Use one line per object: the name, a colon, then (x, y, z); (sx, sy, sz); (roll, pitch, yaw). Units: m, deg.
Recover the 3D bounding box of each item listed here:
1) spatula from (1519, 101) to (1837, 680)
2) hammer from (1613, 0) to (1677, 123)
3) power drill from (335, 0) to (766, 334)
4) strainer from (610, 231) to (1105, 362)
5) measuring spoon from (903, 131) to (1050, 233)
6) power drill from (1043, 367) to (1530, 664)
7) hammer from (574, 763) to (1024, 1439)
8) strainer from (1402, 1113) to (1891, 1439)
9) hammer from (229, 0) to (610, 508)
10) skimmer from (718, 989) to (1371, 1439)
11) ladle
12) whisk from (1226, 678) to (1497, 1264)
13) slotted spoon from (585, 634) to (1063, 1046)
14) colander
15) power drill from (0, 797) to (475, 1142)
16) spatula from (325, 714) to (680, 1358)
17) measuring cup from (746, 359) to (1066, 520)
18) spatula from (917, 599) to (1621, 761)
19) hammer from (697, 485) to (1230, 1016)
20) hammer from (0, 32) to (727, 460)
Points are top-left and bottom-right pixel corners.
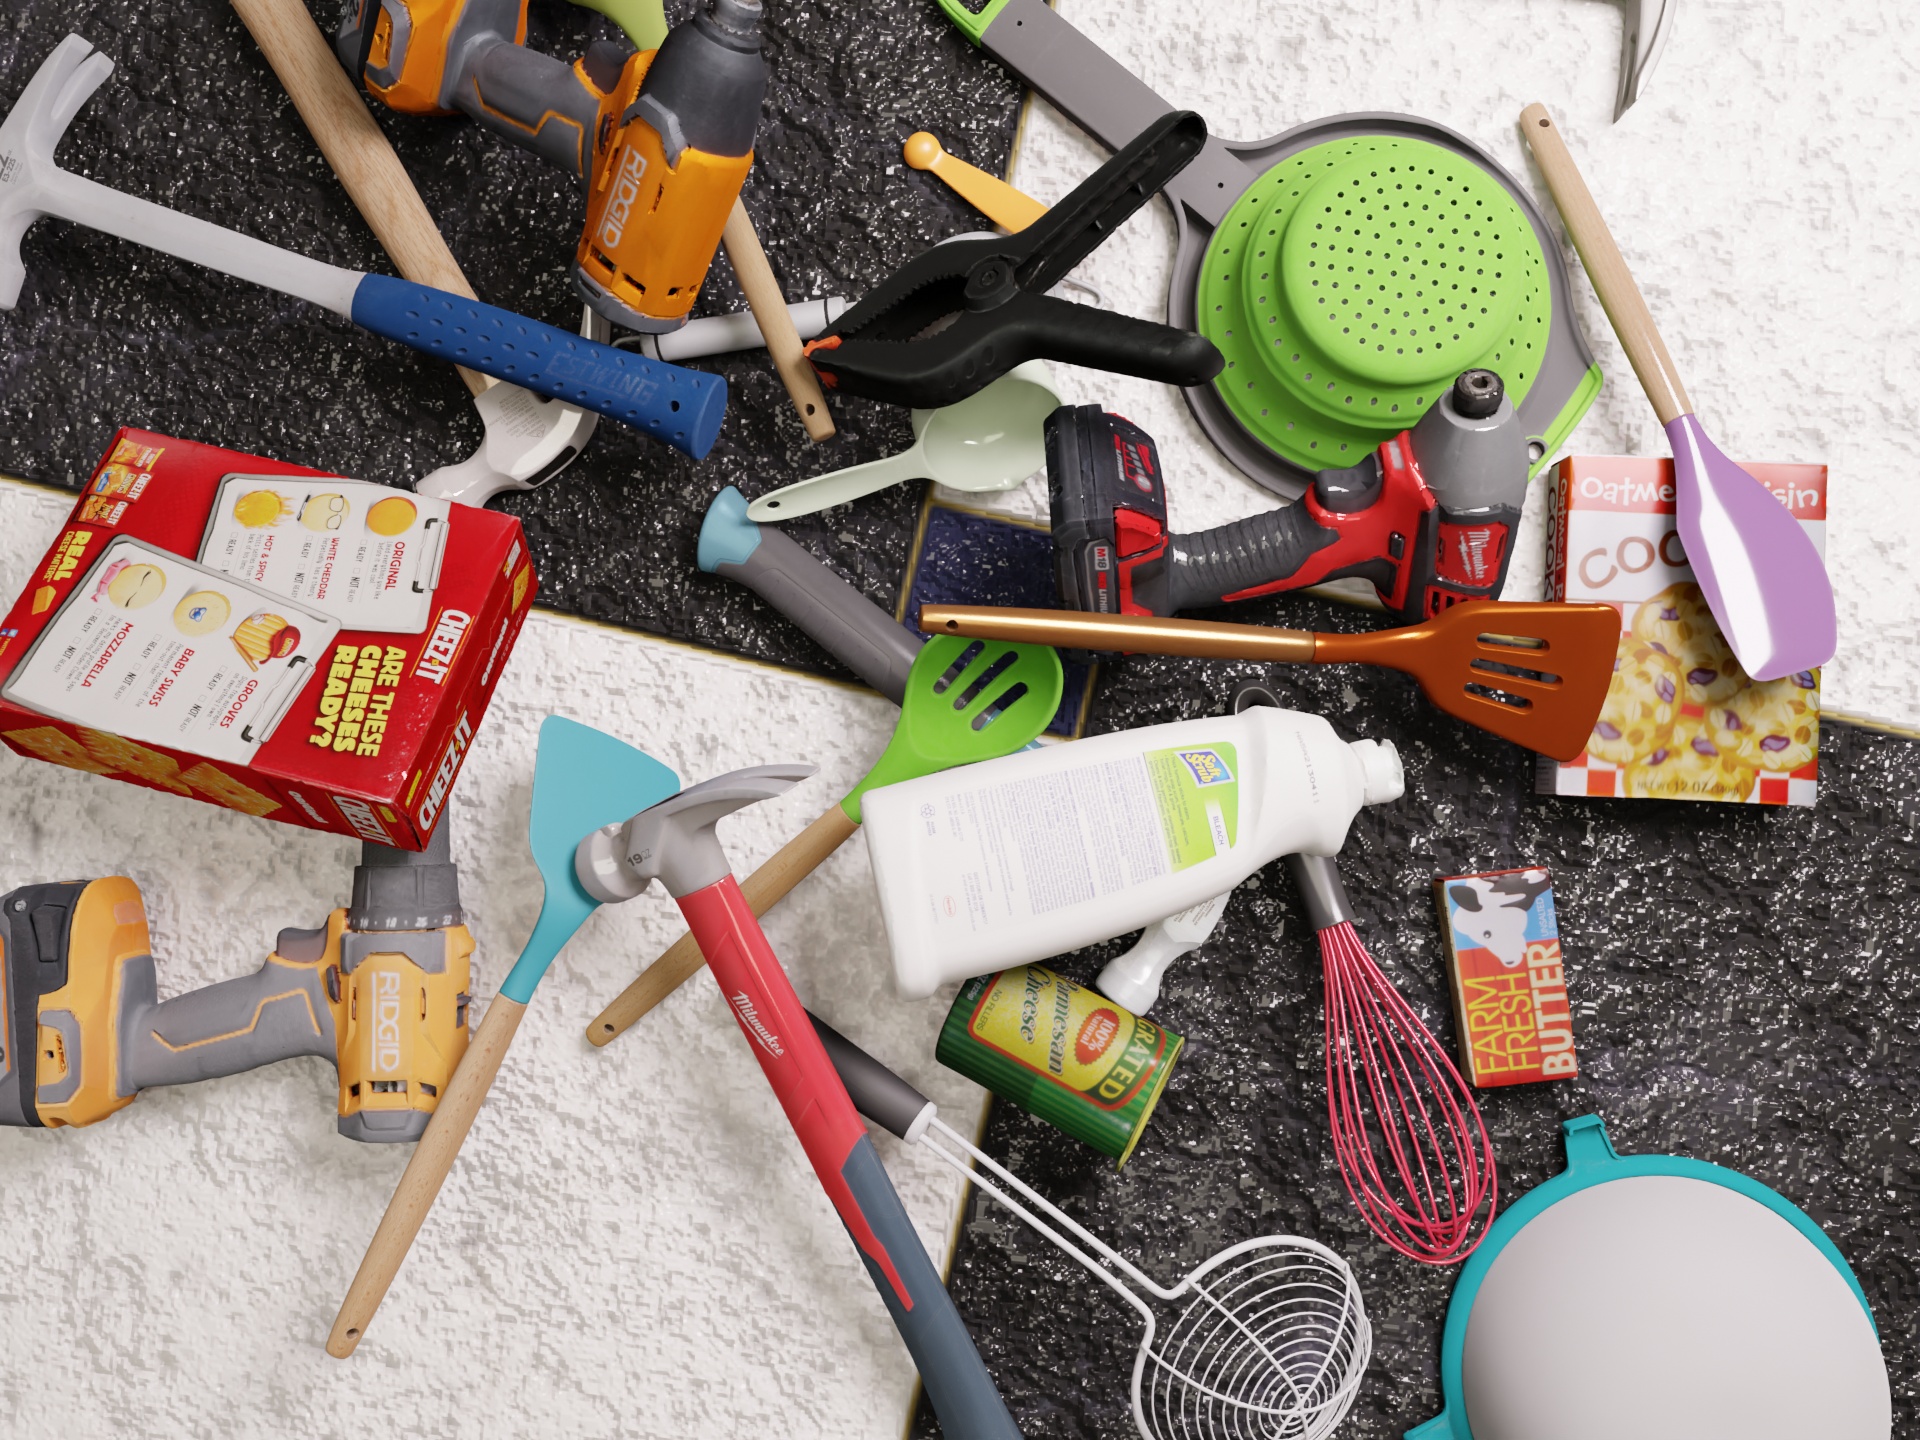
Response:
spatula: (0.338, -0.167, 0.768); (0.060, 0.018, 0.316); (-17, 74, -5)
hammer: (0.155, -0.398, 0.812); (0.410, 0.038, 0.146); (6, 89, 4)
power drill: (-0.188, -0.316, 0.758); (0.226, 0.084, 0.164); (43, 126, 14)
strainer: (-0.056, -0.208, 0.814); (0.258, 0.050, 0.087); (-7, 71, 6)
measuring spoon: (0.017, -0.270, 0.817); (0.117, 0.011, 0.021); (36, 89, 13)
power drill: (0.152, -0.097, 0.745); (0.219, 0.143, 0.079); (-5, 54, 4)
hammer: (-0.043, 0.206, 0.750); (0.143, 0.038, 0.386); (-22, 97, 36)
strainer: (0.396, 0.347, 0.732); (0.340, 0.095, 0.211); (28, 89, 5)
hammer: (-0.296, -0.270, 0.833); (0.130, 0.031, 0.331); (-32, 86, 2)
skimmer: (0.035, 0.235, 0.792); (0.363, 0.090, 0.127); (34, 90, 14)
ladle: (-0.127, -0.286, 0.806); (0.078, 0.062, 0.320); (-24, 85, 12)
whisk: (0.188, 0.118, 0.777); (0.073, 0.073, 0.296); (-18, 80, 2)
slotted spoon: (-0.074, 0.060, 0.785); (0.313, 0.031, 0.070); (-42, 101, 11)
colander: (0.143, -0.260, 0.776); (0.397, 0.094, 0.204); (40, 90, 4)
power drill: (-0.358, 0.116, 0.796); (0.226, 0.084, 0.185); (0, 88, -1)
spatula: (-0.231, 0.155, 0.773); (0.082, 0.044, 0.317); (29, 84, -34)
measuring cup: (-0.030, -0.139, 0.794); (0.167, 0.083, 0.038); (-18, 55, 5)
spatula: (0.141, -0.033, 0.736); (0.322, 0.041, 0.081); (4, 114, -9)
hammer: (-0.001, -0.003, 0.803); (0.331, 0.033, 0.128); (38, 91, 4)
hammer: (-0.308, -0.221, 0.798); (0.405, 0.035, 0.144); (20, 90, 6)
